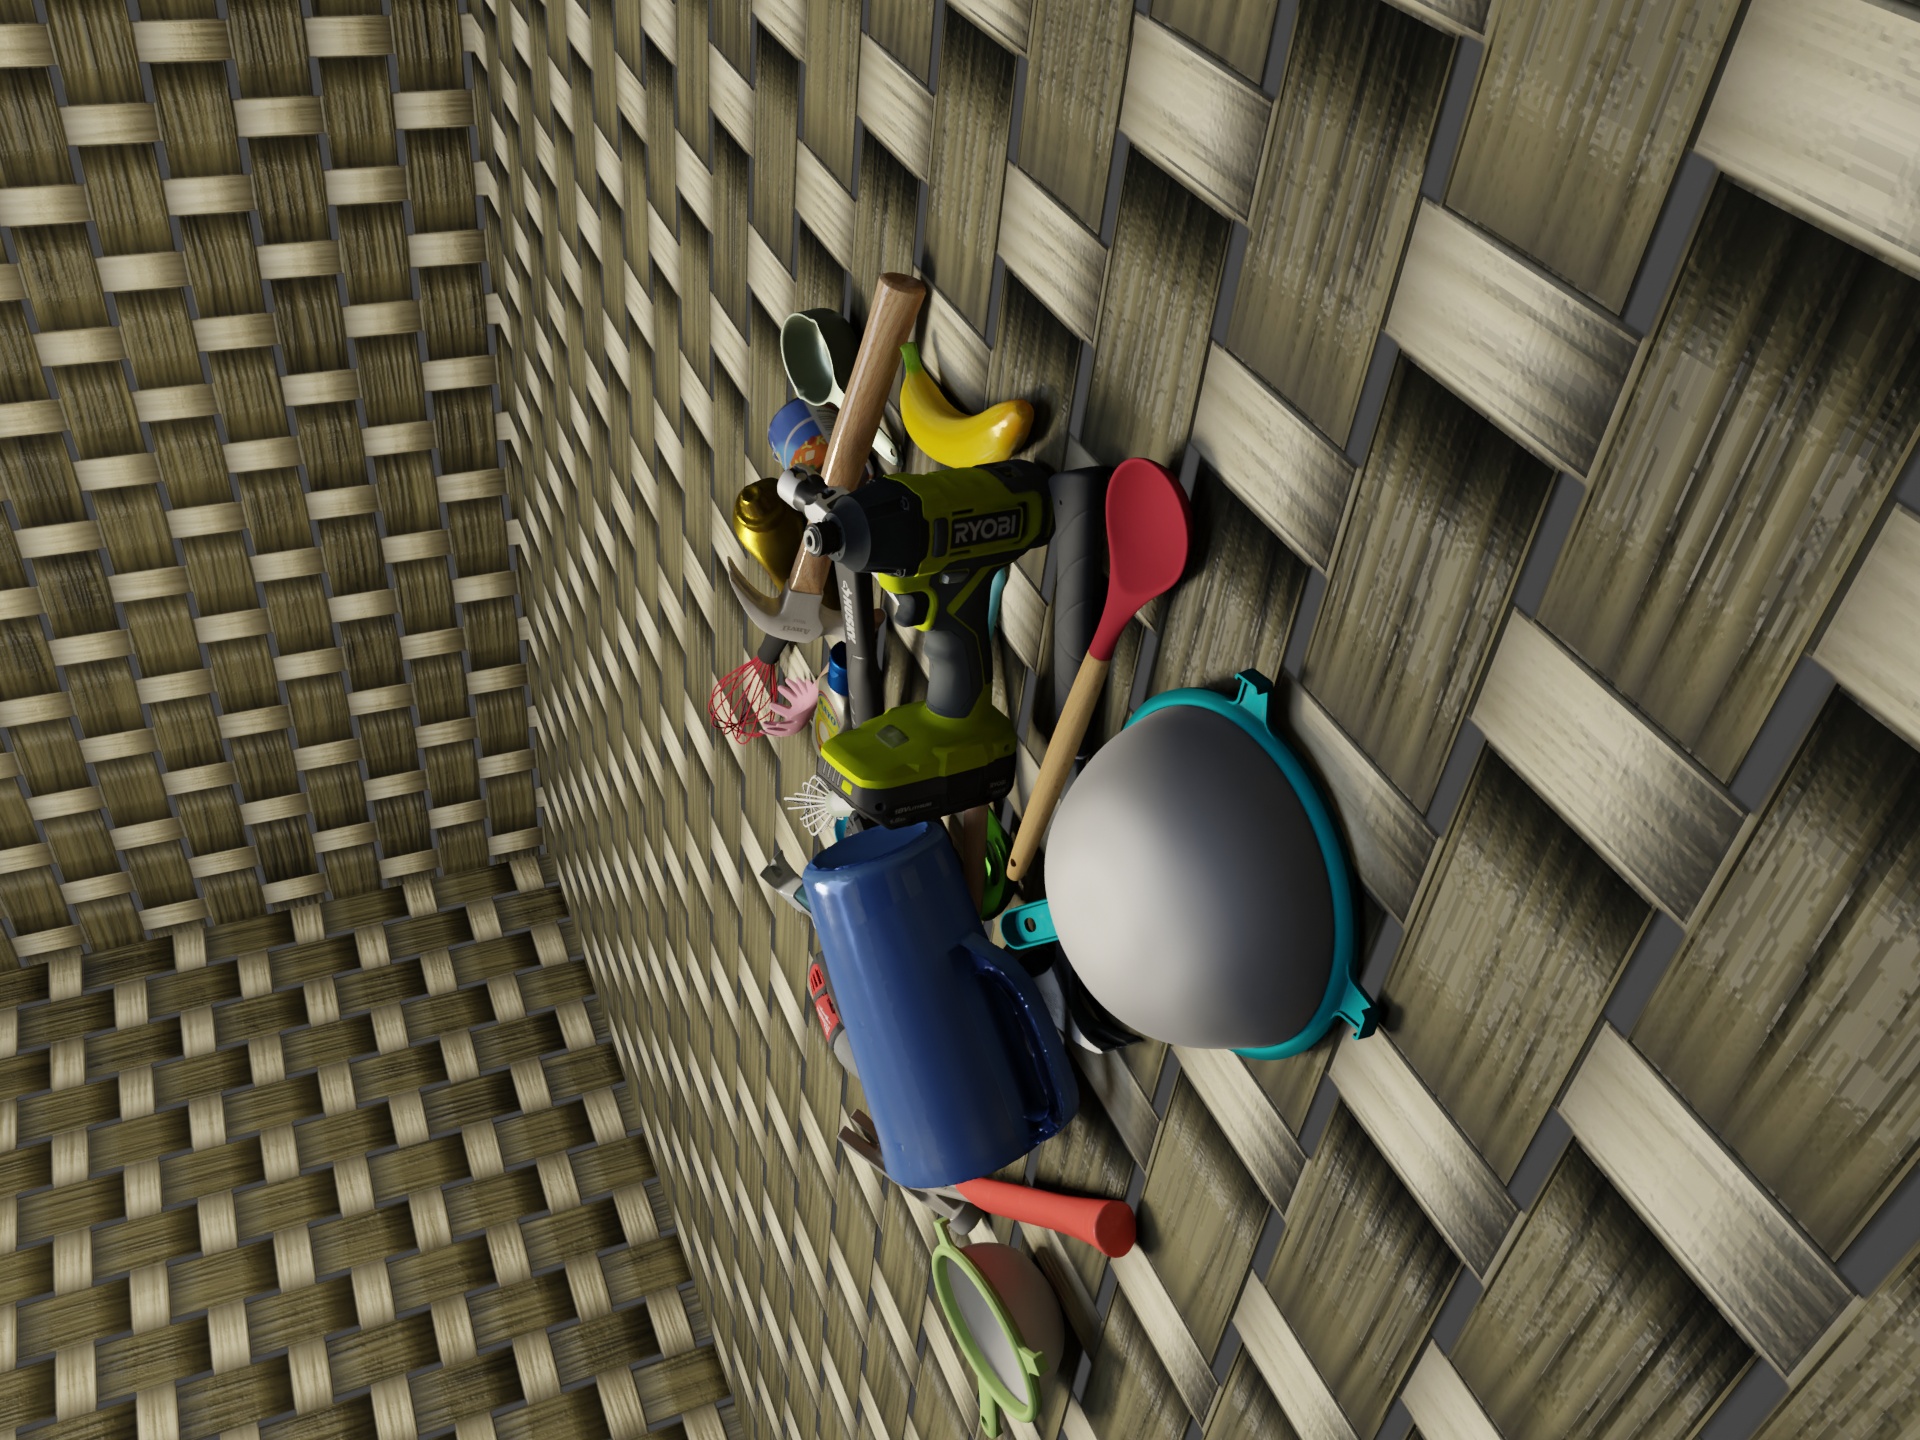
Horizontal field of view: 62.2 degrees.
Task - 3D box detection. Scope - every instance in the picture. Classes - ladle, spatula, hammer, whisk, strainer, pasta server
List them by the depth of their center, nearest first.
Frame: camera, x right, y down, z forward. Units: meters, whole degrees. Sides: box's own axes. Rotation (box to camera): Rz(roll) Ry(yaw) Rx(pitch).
[{"bbox_3d":[0.081,0.108,0.918,0.340,0.095,0.211,-28,77,59],"label":"strainer"},{"bbox_3d":[0.076,-0.018,0.951,0.069,0.031,0.315,48,135,34],"label":"ladle"},{"bbox_3d":[0.074,0.032,1.032,0.149,0.036,0.408,-138,42,-54],"label":"hammer"},{"bbox_3d":[0.003,-0.010,1.142,0.082,0.044,0.317,14,107,50],"label":"spatula"},{"bbox_3d":[-0.094,-0.194,1.235,0.031,0.130,0.331,-108,31,-45],"label":"hammer"},{"bbox_3d":[0.024,0.371,1.253,0.149,0.037,0.359,42,156,-13],"label":"hammer"},{"bbox_3d":[-0.076,-0.047,1.285,0.146,0.035,0.334,41,152,28],"label":"hammer"},{"bbox_3d":[0.044,0.518,1.318,0.152,0.069,0.256,46,151,40],"label":"strainer"},{"bbox_3d":[-0.111,0.073,1.409,0.246,0.059,0.058,166,114,-73],"label":"whisk"},{"bbox_3d":[-0.095,0.197,1.485,0.128,0.033,0.331,47,166,-28],"label":"hammer"},{"bbox_3d":[-0.129,-0.045,1.488,0.316,0.040,0.060,-42,26,63],"label":"pasta server"},{"bbox_3d":[-0.205,-0.059,1.650,0.295,0.073,0.073,-54,51,54],"label":"whisk"}]

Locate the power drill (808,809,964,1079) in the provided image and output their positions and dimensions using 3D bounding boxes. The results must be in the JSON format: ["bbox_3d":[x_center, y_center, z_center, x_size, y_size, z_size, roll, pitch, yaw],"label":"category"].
[{"bbox_3d":[-0.064,0.190,1.297,0.143,0.078,0.219,-118,37,-47],"label":"power drill"}]

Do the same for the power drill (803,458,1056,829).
[{"bbox_3d":[-0.026,-0.050,1.026,0.080,0.171,0.223,35,130,46],"label":"power drill"}]

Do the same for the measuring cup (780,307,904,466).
[{"bbox_3d":[-0.084,-0.267,1.284,0.168,0.038,0.083,50,147,20],"label":"measuring cup"}]

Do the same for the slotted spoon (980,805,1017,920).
[{"bbox_3d":[-0.002,-0.004,1.213,0.070,0.031,0.314,-29,71,62],"label":"slotted spoon"}]

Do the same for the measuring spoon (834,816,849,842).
[{"bbox_3d":[-0.085,0.088,1.484,0.128,0.021,0.042,-30,60,58],"label":"measuring spoon"}]
